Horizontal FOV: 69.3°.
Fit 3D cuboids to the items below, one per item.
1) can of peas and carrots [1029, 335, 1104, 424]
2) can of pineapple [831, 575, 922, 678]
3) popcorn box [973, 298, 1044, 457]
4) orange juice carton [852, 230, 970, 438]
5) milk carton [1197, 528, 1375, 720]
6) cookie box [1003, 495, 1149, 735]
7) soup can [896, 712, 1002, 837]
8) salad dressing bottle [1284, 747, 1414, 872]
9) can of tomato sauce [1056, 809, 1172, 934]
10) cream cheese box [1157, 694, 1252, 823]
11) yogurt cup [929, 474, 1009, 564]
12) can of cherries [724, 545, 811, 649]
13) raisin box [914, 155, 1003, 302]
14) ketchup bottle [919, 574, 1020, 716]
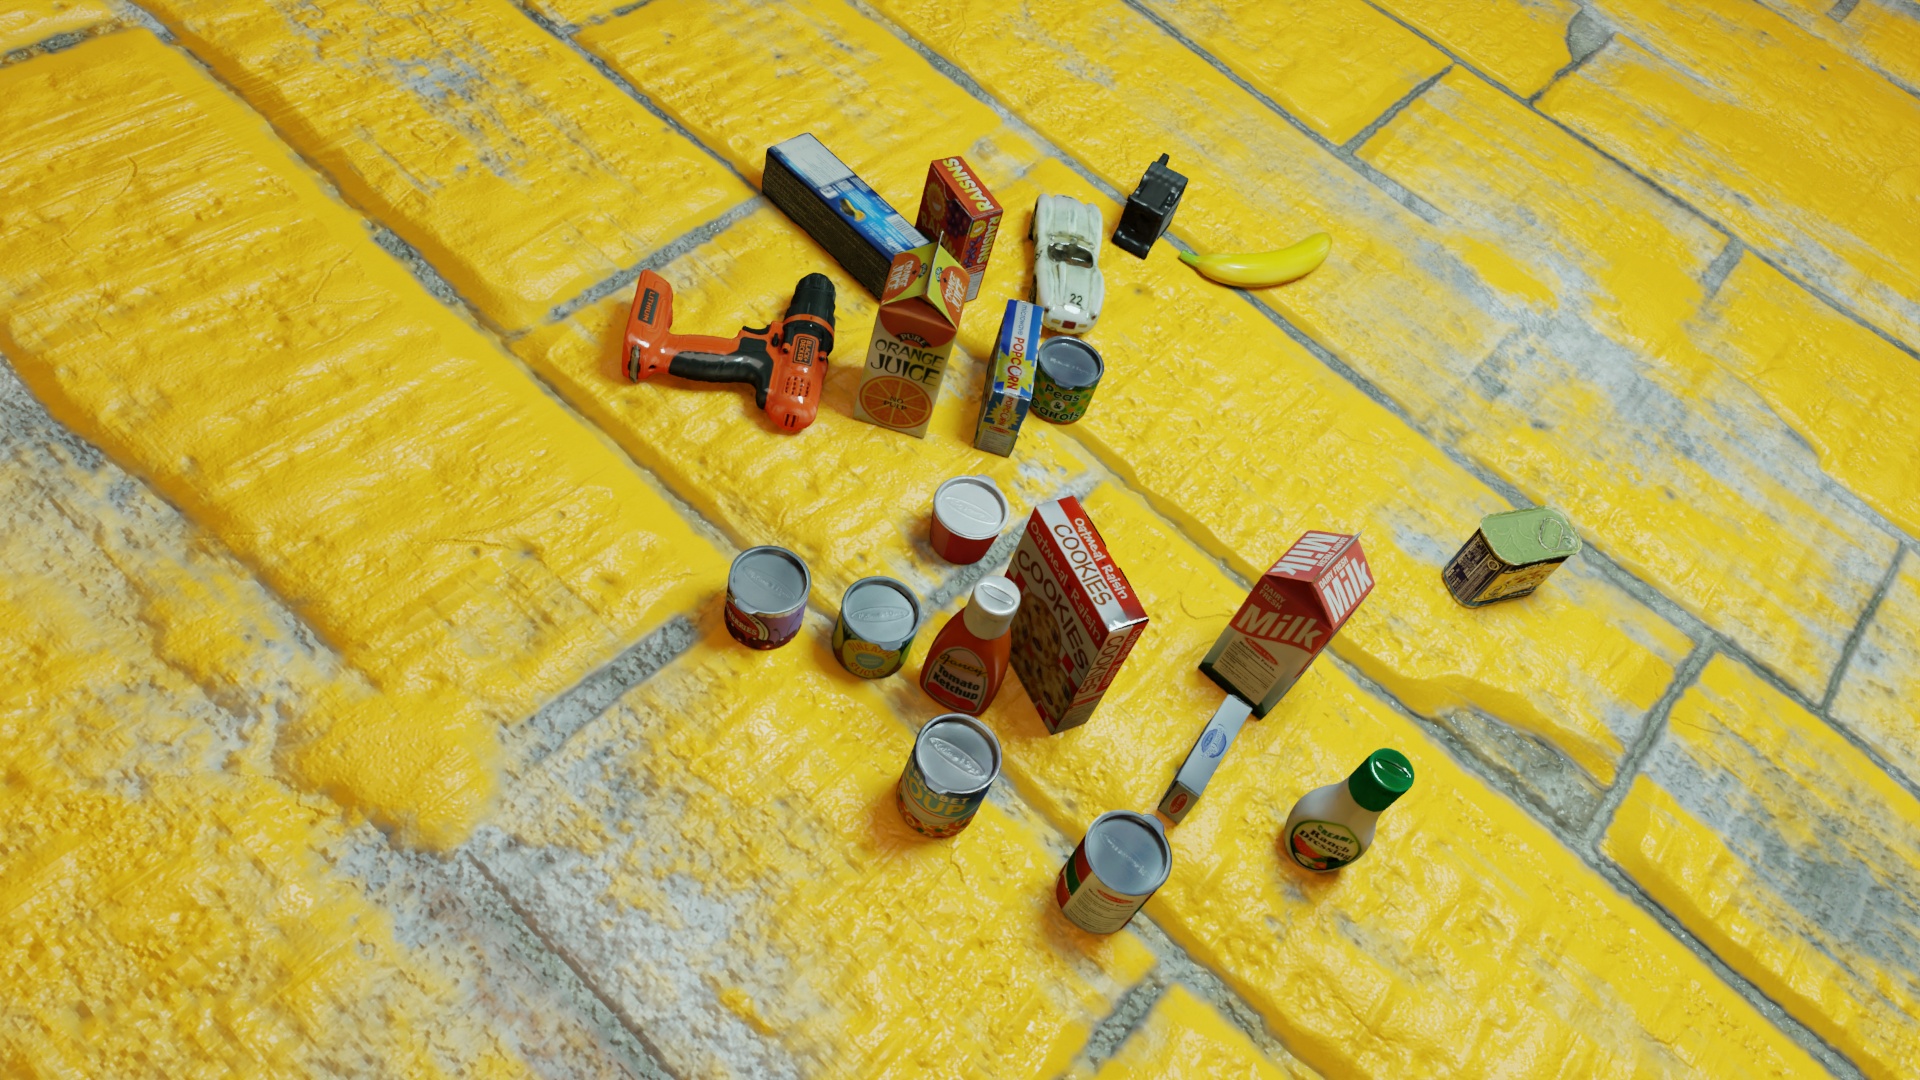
[{"bbox_3d":[0.099,-0.153,1.348,0.071,0.058,0.071,8,53,-10],"label":"can of peas and carrots"},{"bbox_3d":[-0.069,0.073,1.135,0.071,0.057,0.071,8,53,-10],"label":"can of pineapple"},{"bbox_3d":[0.046,-0.155,1.318,0.038,0.084,0.127,14,52,-5],"label":"popcorn box"},{"bbox_3d":[-0.041,-0.186,1.249,0.073,0.191,0.072,16,52,-4],"label":"orange juice carton"},{"bbox_3d":[0.277,0.062,1.155,0.073,0.189,0.073,41,55,15],"label":"milk carton"},{"bbox_3d":[0.082,0.062,1.116,0.040,0.166,0.123,-16,60,-25],"label":"cookie box"},{"bbox_3d":[-0.012,0.181,1.055,0.071,0.083,0.072,8,53,-10],"label":"soup can"},{"bbox_3d":[0.302,0.210,1.080,0.064,0.146,0.044,28,52,6],"label":"salad dressing bottle"},{"bbox_3d":[0.114,0.248,1.041,0.071,0.082,0.071,8,53,-10],"label":"can of tomato sauce"},{"bbox_3d":[0.199,0.178,1.134,0.024,0.053,0.104,33,53,10],"label":"cream cheese box"},{"bbox_3d":[0.004,-0.015,1.223,0.072,0.053,0.073,8,53,-10],"label":"yogurt cup"},{"bbox_3d":[-0.160,0.048,1.128,0.071,0.058,0.072,8,53,-10],"label":"can of cherries"},{"bbox_3d":[-0.007,-0.310,1.393,0.040,0.122,0.086,-20,62,-27],"label":"raisin box"},{"bbox_3d":[0.012,0.081,1.094,0.065,0.148,0.044,27,52,5],"label":"ketchup bottle"}]
